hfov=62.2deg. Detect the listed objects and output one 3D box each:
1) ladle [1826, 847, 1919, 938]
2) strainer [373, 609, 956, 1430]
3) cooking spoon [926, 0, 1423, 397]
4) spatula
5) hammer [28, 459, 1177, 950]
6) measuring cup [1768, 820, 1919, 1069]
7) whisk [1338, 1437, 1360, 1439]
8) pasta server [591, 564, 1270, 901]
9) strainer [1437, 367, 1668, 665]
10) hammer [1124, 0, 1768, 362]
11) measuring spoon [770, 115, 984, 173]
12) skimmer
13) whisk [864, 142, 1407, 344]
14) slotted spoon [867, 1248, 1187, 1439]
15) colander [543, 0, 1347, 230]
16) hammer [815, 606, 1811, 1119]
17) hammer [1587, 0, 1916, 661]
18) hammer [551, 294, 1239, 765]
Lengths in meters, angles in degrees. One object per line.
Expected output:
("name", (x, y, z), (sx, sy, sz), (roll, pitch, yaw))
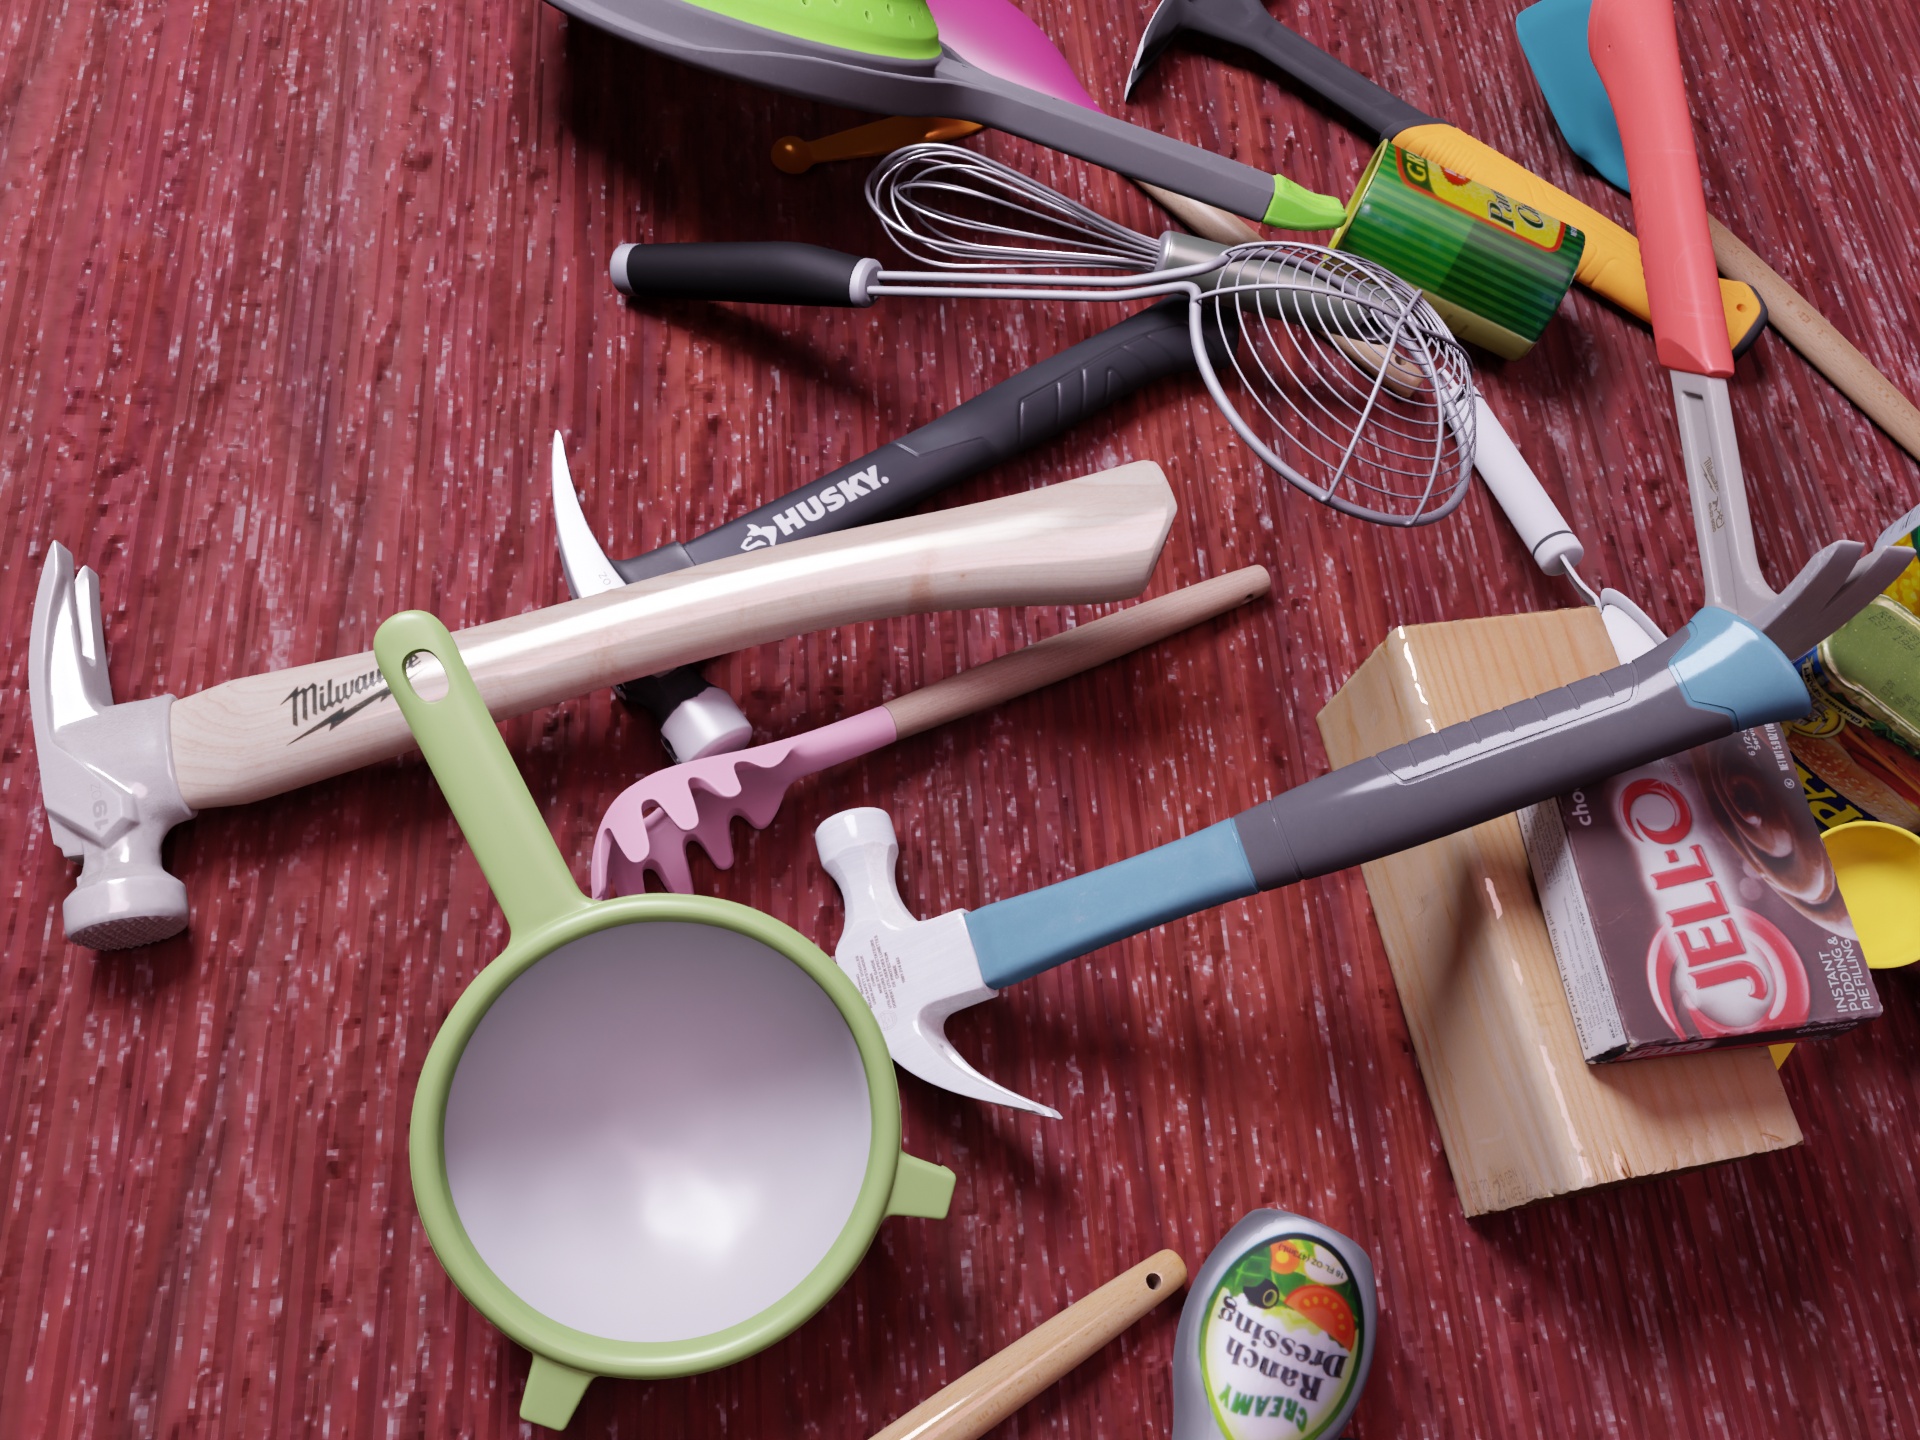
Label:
("ladle", (0.377, 0.080, 0.658), (0.320, 0.062, 0.078), (38, 85, 16))
("strainer", (-0.121, 0.083, 0.522), (0.151, 0.069, 0.256), (-27, 91, -9))
("cooking spoon", (0.097, -0.261, 0.768), (0.319, 0.017, 0.069), (43, 61, 9))
("spatula", (0.394, -0.240, 0.799), (0.082, 0.044, 0.318), (-31, 76, -34))
("hammer", (-0.122, -0.041, 0.582), (0.410, 0.038, 0.146), (-15, 73, -7))
("measuring cup", (0.323, 0.109, 0.623), (0.062, 0.029, 0.156), (37, 91, 18))
("whisk", (0.228, 0.336, 0.503), (0.285, 0.070, 0.070), (40, 65, 14))
("pasta server", (-0.001, -0.002, 0.622), (0.316, 0.060, 0.040), (-22, 64, -23))
("strainer", (0.257, -0.064, 0.678), (0.050, 0.086, 0.259), (-26, 53, 12))
("hammer", (0.245, -0.275, 0.793), (0.337, 0.034, 0.127), (35, 64, 6))
("measuring spoon", (-0.035, -0.281, 0.758), (0.117, 0.011, 0.021), (-20, 71, -19))
("skimmer", (0.021, -0.147, 0.643), (0.363, 0.090, 0.127), (9, 45, 23))
("whisk", (0.079, -0.202, 0.689), (0.246, 0.057, 0.059), (12, 52, -8))
("slotted spoon", (-0.052, 0.258, 0.503), (0.314, 0.031, 0.070), (-27, 73, -22))
("colander", (-0.006, -0.314, 0.683), (0.397, 0.094, 0.205), (18, 30, -4))
("hammer", (0.110, 0.039, 0.540), (0.331, 0.033, 0.128), (-22, 66, 14))
("hammer", (0.321, -0.190, 0.695), (0.036, 0.149, 0.359), (5, 68, -6))
("hammer", (-0.013, -0.116, 0.675), (0.335, 0.035, 0.146), (-31, 75, -21))
